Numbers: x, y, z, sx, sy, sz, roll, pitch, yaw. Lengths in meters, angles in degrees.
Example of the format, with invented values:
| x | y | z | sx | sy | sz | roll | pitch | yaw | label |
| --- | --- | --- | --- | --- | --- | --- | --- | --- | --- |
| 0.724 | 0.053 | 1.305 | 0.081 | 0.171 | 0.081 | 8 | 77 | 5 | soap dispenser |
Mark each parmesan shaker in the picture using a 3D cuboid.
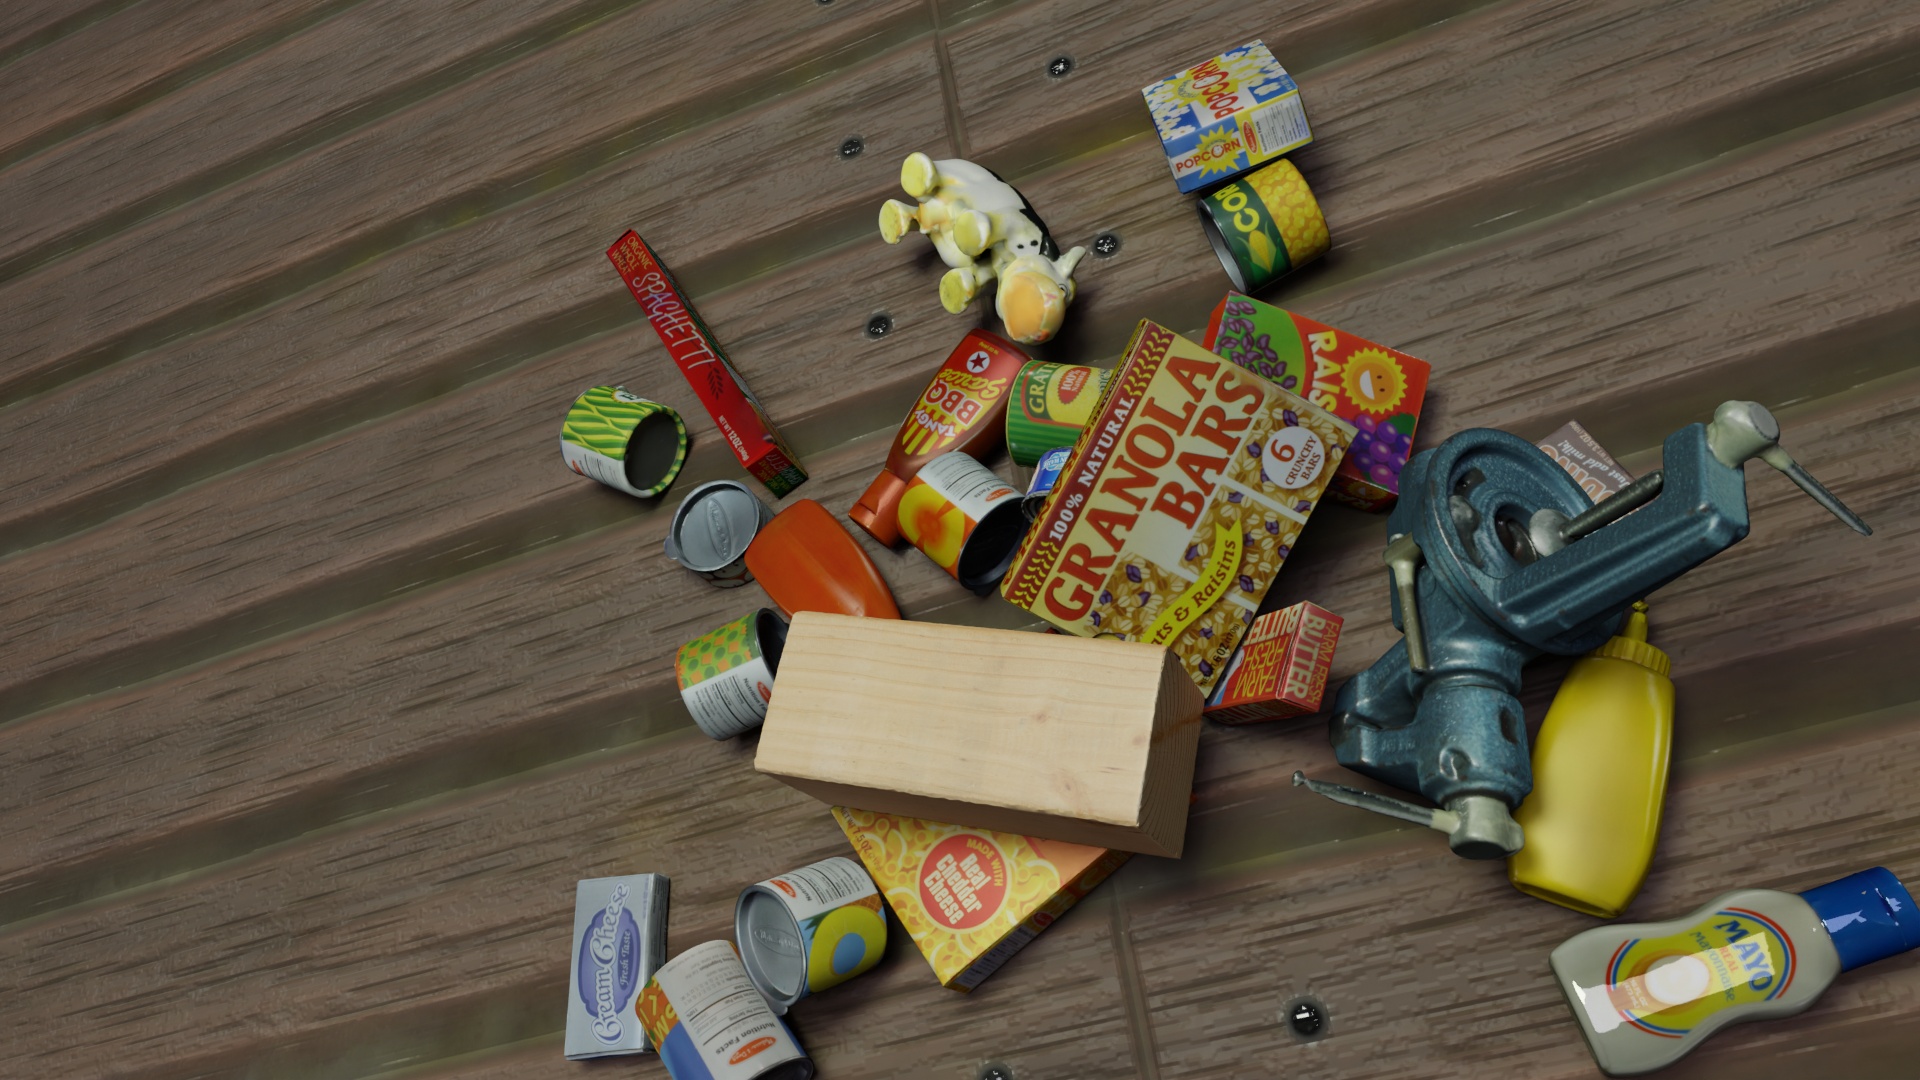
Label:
| x | y | z | sx | sy | sz | roll | pitch | yaw | label |
| --- | --- | --- | --- | --- | --- | --- | --- | --- | --- |
| 0.089 | -0.072 | 0.835 | 0.103 | 0.071 | 0.071 | 9 | 71 | 25 | parmesan shaker |

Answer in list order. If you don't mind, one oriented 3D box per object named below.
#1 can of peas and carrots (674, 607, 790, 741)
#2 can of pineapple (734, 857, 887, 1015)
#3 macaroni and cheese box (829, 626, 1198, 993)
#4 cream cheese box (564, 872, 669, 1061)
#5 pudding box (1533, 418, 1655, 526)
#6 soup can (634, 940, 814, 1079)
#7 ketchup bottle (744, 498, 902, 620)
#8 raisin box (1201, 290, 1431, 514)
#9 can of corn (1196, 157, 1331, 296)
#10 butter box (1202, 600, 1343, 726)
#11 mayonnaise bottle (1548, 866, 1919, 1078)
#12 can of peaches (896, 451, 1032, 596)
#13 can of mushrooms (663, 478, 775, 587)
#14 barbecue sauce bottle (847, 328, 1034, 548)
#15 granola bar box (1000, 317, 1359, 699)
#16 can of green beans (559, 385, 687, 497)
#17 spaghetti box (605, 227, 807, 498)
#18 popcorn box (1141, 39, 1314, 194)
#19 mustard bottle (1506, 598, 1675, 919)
| x | y | z | sx | sy | sz | roll | pitch | yaw | label |
| --- | --- | --- | --- | --- | --- | --- | --- | --- | --- |
| -0.133 | 0.081 | 0.853 | 0.058 | 0.070 | 0.071 | -24 | 60 | 11 | can of peas and carrots |
| -0.082 | 0.214 | 0.760 | 0.071 | 0.058 | 0.071 | 11 | 105 | 47 | can of pineapple |
| 0.028 | 0.147 | 0.771 | 0.166 | 0.040 | 0.124 | -40 | 59 | 0 | macaroni and cheese box |
| -0.203 | 0.252 | 0.824 | 0.053 | 0.024 | 0.104 | -11 | 63 | 17 | cream cheese box |
| 0.330 | -0.017 | 0.733 | 0.049 | 0.030 | 0.084 | -34 | 58 | 5 | pudding box |
| -0.131 | 0.275 | 0.762 | 0.071 | 0.071 | 0.084 | -43 | 58 | -1 | soup can |
| -0.071 | 0.040 | 0.858 | 0.065 | 0.043 | 0.149 | -44 | 59 | -1 | ketchup bottle |
| 0.192 | -0.077 | 0.780 | 0.123 | 0.040 | 0.086 | 19 | 73 | -2 | raisin box |
| 0.185 | -0.193 | 0.849 | 0.058 | 0.071 | 0.071 | -28 | 59 | 7 | can of corn |
| 0.159 | 0.066 | 0.724 | 0.024 | 0.103 | 0.053 | 23 | 75 | -8 | butter box |
| 0.348 | 0.188 | 0.623 | 0.148 | 0.041 | 0.065 | -24 | 60 | 11 | mayonnaise bottle |
| 0.003 | -0.011 | 0.841 | 0.058 | 0.071 | 0.071 | 38 | 84 | 31 | can of peaches |
| -0.158 | -0.004 | 0.920 | 0.071 | 0.033 | 0.071 | -8 | 64 | 18 | can of mushrooms |
| -0.012 | -0.063 | 0.883 | 0.065 | 0.043 | 0.148 | 34 | 82 | 35 | barbecue sauce bottle |
| 0.113 | -0.016 | 0.735 | 0.124 | 0.039 | 0.165 | 26 | 100 | -5 | granola bar box |
| -0.232 | -0.068 | 0.961 | 0.058 | 0.071 | 0.071 | 19 | 75 | 28 | can of green beans |
| -0.183 | -0.129 | 0.979 | 0.028 | 0.050 | 0.251 | -37 | 58 | 1 | spaghetti box |
| 0.166 | -0.269 | 0.878 | 0.085 | 0.038 | 0.127 | -21 | 30 | 13 | popcorn box |
| 0.314 | 0.099 | 0.674 | 0.065 | 0.048 | 0.160 | 16 | 73 | 26 | mustard bottle |
